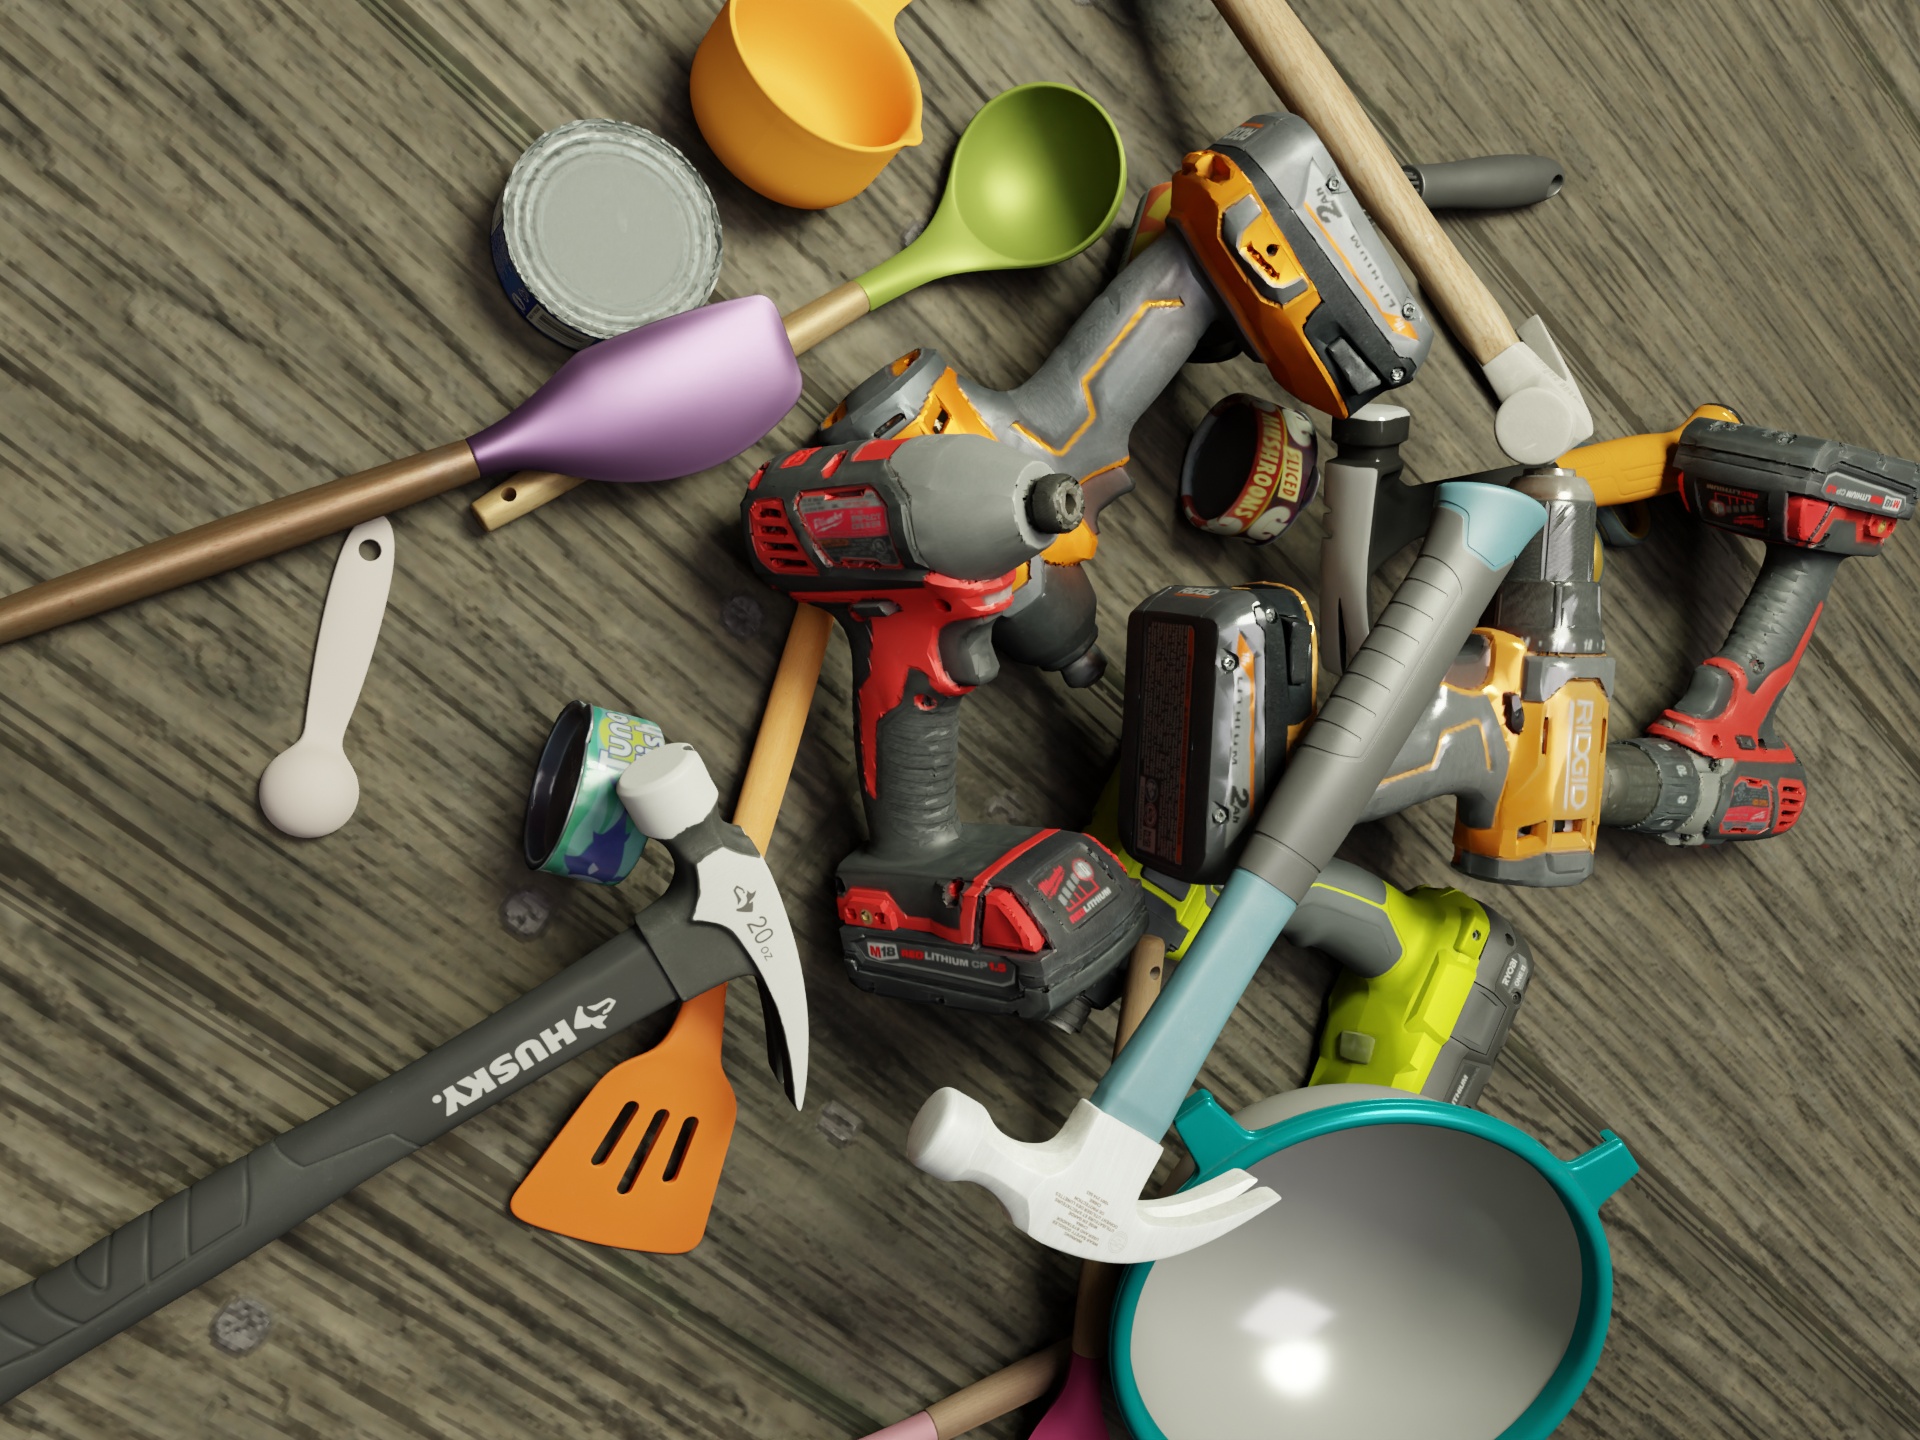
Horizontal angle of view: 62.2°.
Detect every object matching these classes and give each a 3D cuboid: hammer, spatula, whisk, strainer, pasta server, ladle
[{"bbox_3d":[0.173,-0.254,0.703,0.331,0.031,0.130,56,28,4],"label":"hammer"},{"bbox_3d":[-0.093,0.055,0.652,0.081,0.041,0.323,22,75,-26],"label":"spatula"},{"bbox_3d":[0.228,-0.267,0.807,0.239,0.055,0.055,-16,96,-31],"label":"whisk"},{"bbox_3d":[0.150,0.295,0.710,0.211,0.095,0.340,7,109,-8],"label":"strainer"},{"bbox_3d":[0.014,0.300,0.692,0.316,0.040,0.060,-14,106,-27],"label":"pasta server"},{"bbox_3d":[-0.207,0.149,0.554,0.335,0.035,0.146,-30,117,-13],"label":"hammer"},{"bbox_3d":[-0.061,-0.169,0.654,0.320,0.062,0.078,-36,83,-20],"label":"ladle"},{"bbox_3d":[-0.203,-0.085,0.583,0.316,0.018,0.059,-23,105,-19],"label":"spatula"},{"bbox_3d":[0.119,0.049,0.589,0.128,0.033,0.331,35,83,-15],"label":"hammer"},{"bbox_3d":[0.303,-0.112,0.810,0.337,0.034,0.127,-16,114,-35],"label":"hammer"}]

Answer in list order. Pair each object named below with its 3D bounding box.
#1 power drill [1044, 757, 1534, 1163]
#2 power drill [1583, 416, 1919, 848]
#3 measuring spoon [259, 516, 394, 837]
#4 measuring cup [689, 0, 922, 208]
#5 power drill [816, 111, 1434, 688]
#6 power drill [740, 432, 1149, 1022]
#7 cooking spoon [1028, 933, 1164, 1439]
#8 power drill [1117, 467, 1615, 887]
[{"bbox_3d":[0.147,0.106,0.744,0.223,0.080,0.171,34,75,-18],"label":"power drill"},{"bbox_3d":[0.401,-0.040,0.843,0.187,0.080,0.226,3,106,-33],"label":"power drill"},{"bbox_3d":[-0.229,-0.018,0.586,0.034,0.018,0.124,14,82,-26],"label":"measuring spoon"},{"bbox_3d":[-0.052,-0.281,0.670,0.095,0.052,0.174,38,48,-16],"label":"measuring cup"},{"bbox_3d":[0.076,-0.125,0.668,0.226,0.084,0.164,-35,110,9],"label":"power drill"},{"bbox_3d":[-0.001,-0.002,0.617,0.078,0.143,0.219,-29,113,-47],"label":"power drill"},{"bbox_3d":[0.059,0.248,0.688,0.068,0.017,0.319,3,97,-35],"label":"cooking spoon"},{"bbox_3d":[0.185,-0.019,0.677,0.226,0.084,0.185,0,97,-24],"label":"power drill"}]
